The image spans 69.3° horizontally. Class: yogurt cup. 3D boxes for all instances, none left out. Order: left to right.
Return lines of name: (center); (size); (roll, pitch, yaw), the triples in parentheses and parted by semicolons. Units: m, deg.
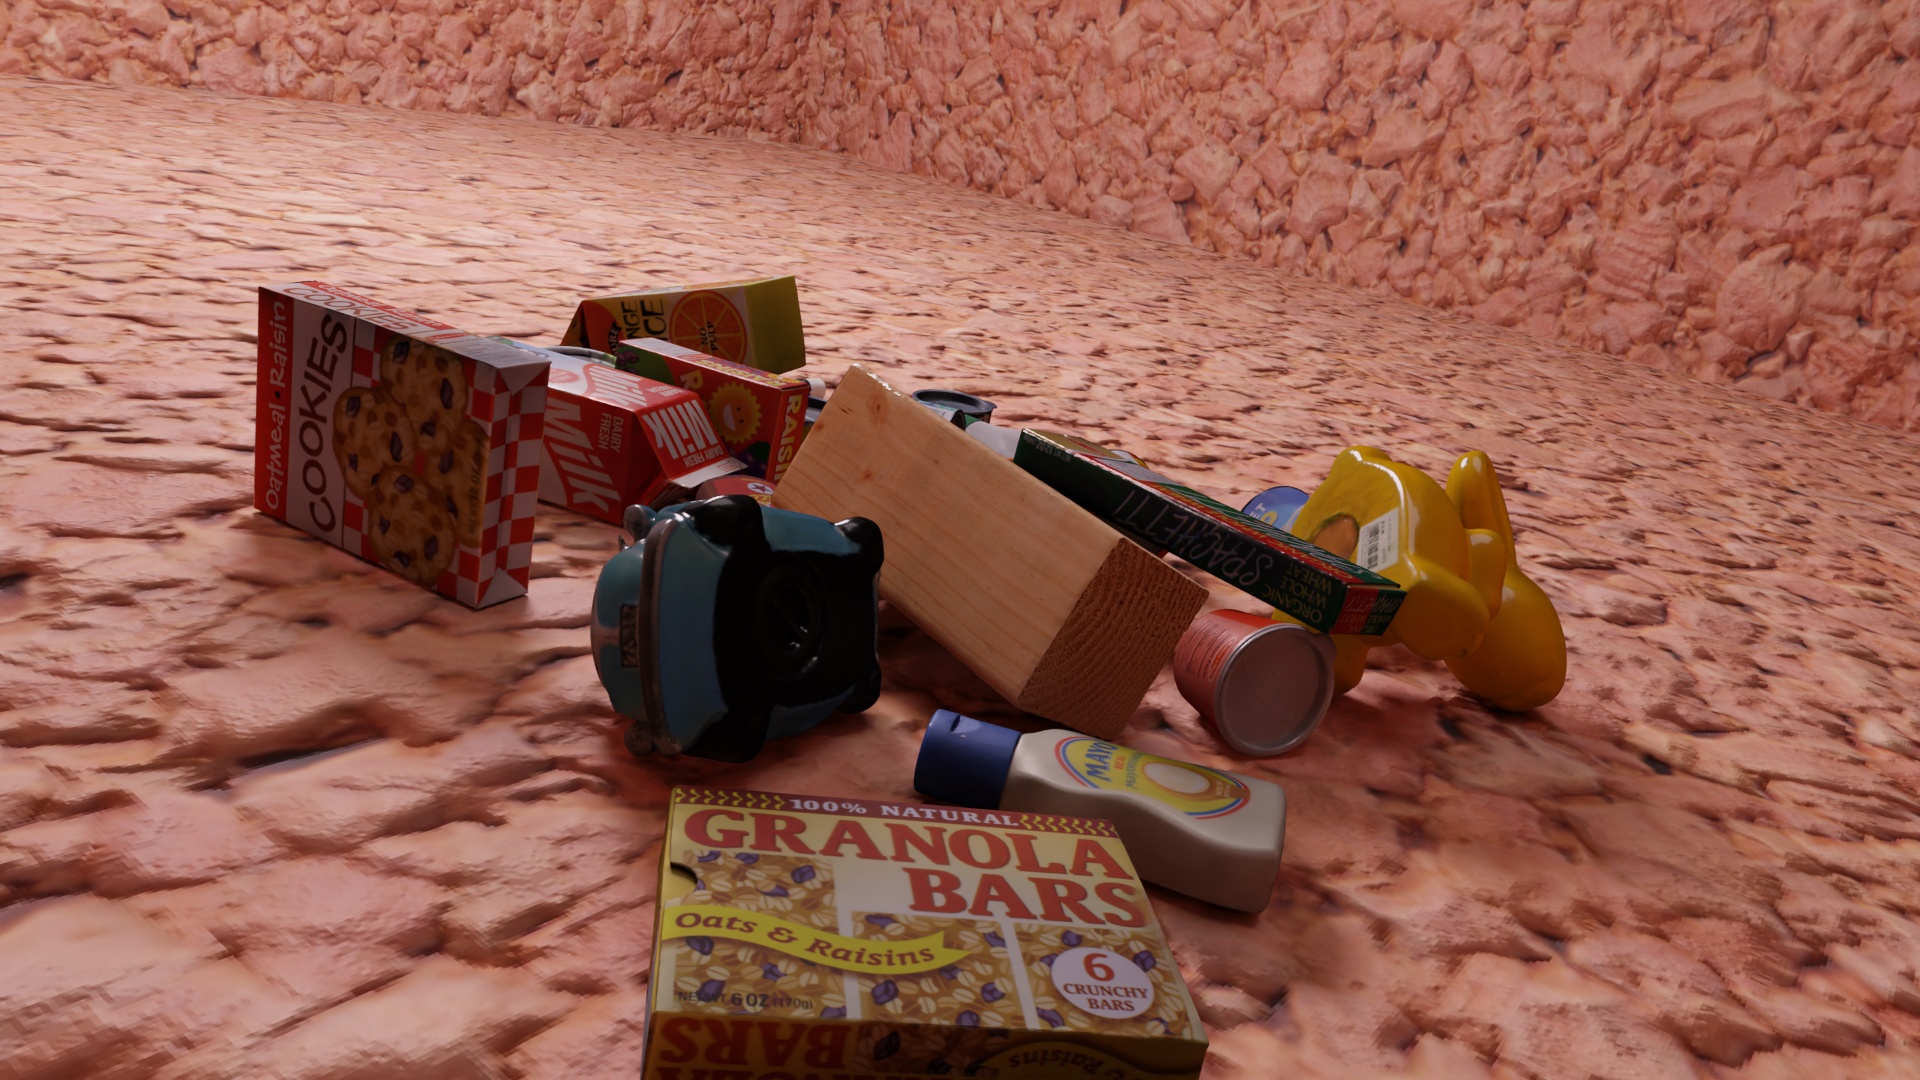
yogurt cup: (0.143, 0.067, 0.693); (0.072, 0.072, 0.054); (2, 13, -24)

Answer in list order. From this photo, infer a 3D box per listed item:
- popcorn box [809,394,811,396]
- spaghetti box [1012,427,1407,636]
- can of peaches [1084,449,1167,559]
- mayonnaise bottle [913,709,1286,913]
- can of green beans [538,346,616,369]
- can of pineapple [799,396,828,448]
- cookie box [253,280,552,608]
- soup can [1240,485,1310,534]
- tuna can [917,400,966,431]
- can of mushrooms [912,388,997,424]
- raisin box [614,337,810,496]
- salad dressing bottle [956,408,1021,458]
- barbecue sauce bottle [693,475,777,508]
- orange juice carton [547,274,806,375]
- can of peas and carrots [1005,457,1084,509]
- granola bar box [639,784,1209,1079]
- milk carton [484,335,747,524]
popcorn box: (-0.158, -0.082, 0.987); (0.127, 0.038, 0.085); (0, 21, -27)
spaghetti box: (0.124, -0.010, 0.756); (0.050, 0.028, 0.250); (5, 18, -41)
can of peaches: (0.107, -0.018, 0.913); (0.071, 0.071, 0.058); (6, 19, -14)
mayonnaise bottle: (0.056, 0.106, 0.568); (0.148, 0.041, 0.065); (15, 21, 9)
can of green beans: (-0.262, -0.095, 0.938); (0.071, 0.057, 0.071); (10, 19, -3)
can of pineapple: (-0.107, -0.062, 0.927); (0.071, 0.057, 0.071); (10, 19, -3)
cookie box: (-0.287, -0.052, 0.705); (0.167, 0.122, 0.040); (19, 20, 24)
soup can: (0.220, 0.010, 0.891); (0.071, 0.071, 0.084); (3, 21, -22)
tuna can: (-0.021, -0.061, 0.965); (0.033, 0.070, 0.071); (14, 19, 12)
can of mushrooms: (-0.006, -0.097, 1.120); (0.071, 0.033, 0.071); (9, 19, -3)
raisin box: (-0.163, -0.073, 0.885); (0.123, 0.086, 0.040); (18, 15, 20)
salad dressing bottle: (0.035, -0.061, 1.025); (0.064, 0.043, 0.148); (-11, 27, -43)
barbecue sauce bottle: (-0.099, 0.010, 0.752); (0.065, 0.043, 0.149); (10, 18, -29)
orange juice carton: (-0.222, -0.159, 1.073); (0.192, 0.072, 0.072); (0, 16, 26)
can of peas and carrots: (0.043, -0.014, 0.874); (0.071, 0.058, 0.071); (9, 19, -3)
granola bar box: (-0.017, 0.133, 0.456); (0.166, 0.039, 0.124); (7, 19, -12)
milk carton: (-0.229, -0.065, 0.846); (0.191, 0.073, 0.072); (17, 20, 16)
